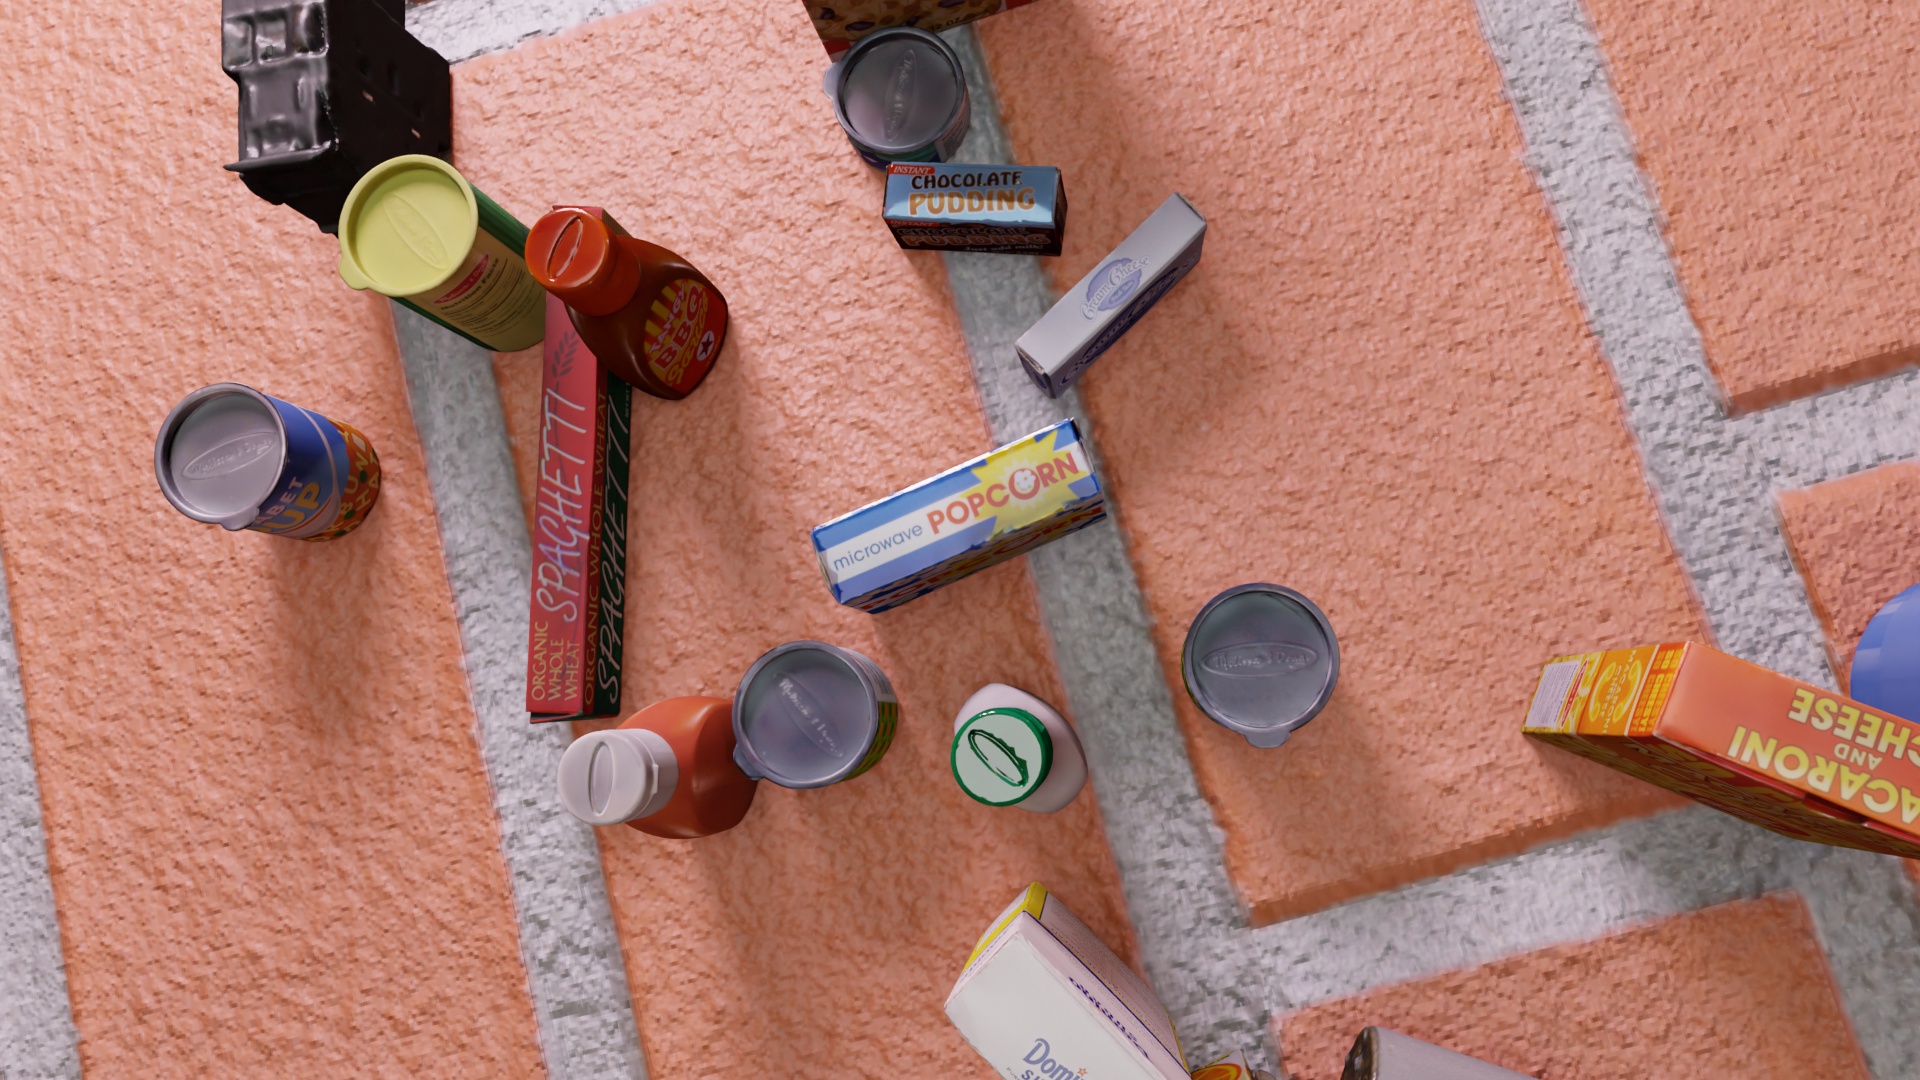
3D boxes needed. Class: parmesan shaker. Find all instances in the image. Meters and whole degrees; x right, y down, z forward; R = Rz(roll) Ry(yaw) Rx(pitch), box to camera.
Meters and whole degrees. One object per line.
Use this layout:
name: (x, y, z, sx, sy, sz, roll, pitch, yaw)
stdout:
parmesan shaker: (-0.243, -0.134, 0.672, 0.071, 0.103, 0.071, -1, 83, 7)

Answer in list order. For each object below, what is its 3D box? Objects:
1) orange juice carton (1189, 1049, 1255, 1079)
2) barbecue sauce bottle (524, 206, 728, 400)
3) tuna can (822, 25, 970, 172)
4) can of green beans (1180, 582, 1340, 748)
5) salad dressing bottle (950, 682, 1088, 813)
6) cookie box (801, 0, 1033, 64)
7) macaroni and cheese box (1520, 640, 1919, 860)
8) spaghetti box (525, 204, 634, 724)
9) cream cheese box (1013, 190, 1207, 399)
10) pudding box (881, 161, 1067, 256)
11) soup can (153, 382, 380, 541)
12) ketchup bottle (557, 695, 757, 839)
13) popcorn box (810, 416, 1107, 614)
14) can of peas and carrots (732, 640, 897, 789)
orange juice carton: (0.098, 0.264, 0.530, 0.072, 0.192, 0.073, -27, 80, 3)
barbecue sauce bottle: (-0.151, -0.110, 0.634, 0.044, 0.148, 0.065, 24, 86, 10)
tuna can: (-0.031, -0.219, 0.693, 0.071, 0.033, 0.071, -1, 82, 7)
can of green beans: (0.132, 0.054, 0.623, 0.071, 0.058, 0.071, -1, 83, 7)
salad dressing bottle: (0.023, 0.088, 0.586, 0.064, 0.147, 0.044, 43, 90, 10)
cookie box: (-0.023, -0.287, 0.633, 0.123, 0.167, 0.040, -16, 81, 5)
macaroni and cheese box: (0.307, 0.083, 0.542, 0.124, 0.166, 0.040, 21, 86, 9)
spaghetti box: (-0.184, -0.036, 0.678, 0.029, 0.050, 0.250, -1, 82, 7)
cream cheese box: (0.072, -0.113, 0.655, 0.104, 0.053, 0.024, -44, 80, 0)
pudding box: (0.008, -0.160, 0.671, 0.084, 0.049, 0.030, 4, 83, 8)
soup can: (-0.336, -0.033, 0.680, 0.071, 0.083, 0.071, -1, 83, 7)
ketchup bottle: (-0.127, 0.099, 0.603, 0.043, 0.148, 0.065, 1, 83, 7)
popcorn box: (0.002, -0.008, 0.633, 0.127, 0.085, 0.038, -23, 81, 4)
can of peas and carrots: (-0.067, 0.082, 0.643, 0.071, 0.058, 0.071, -1, 83, 7)
